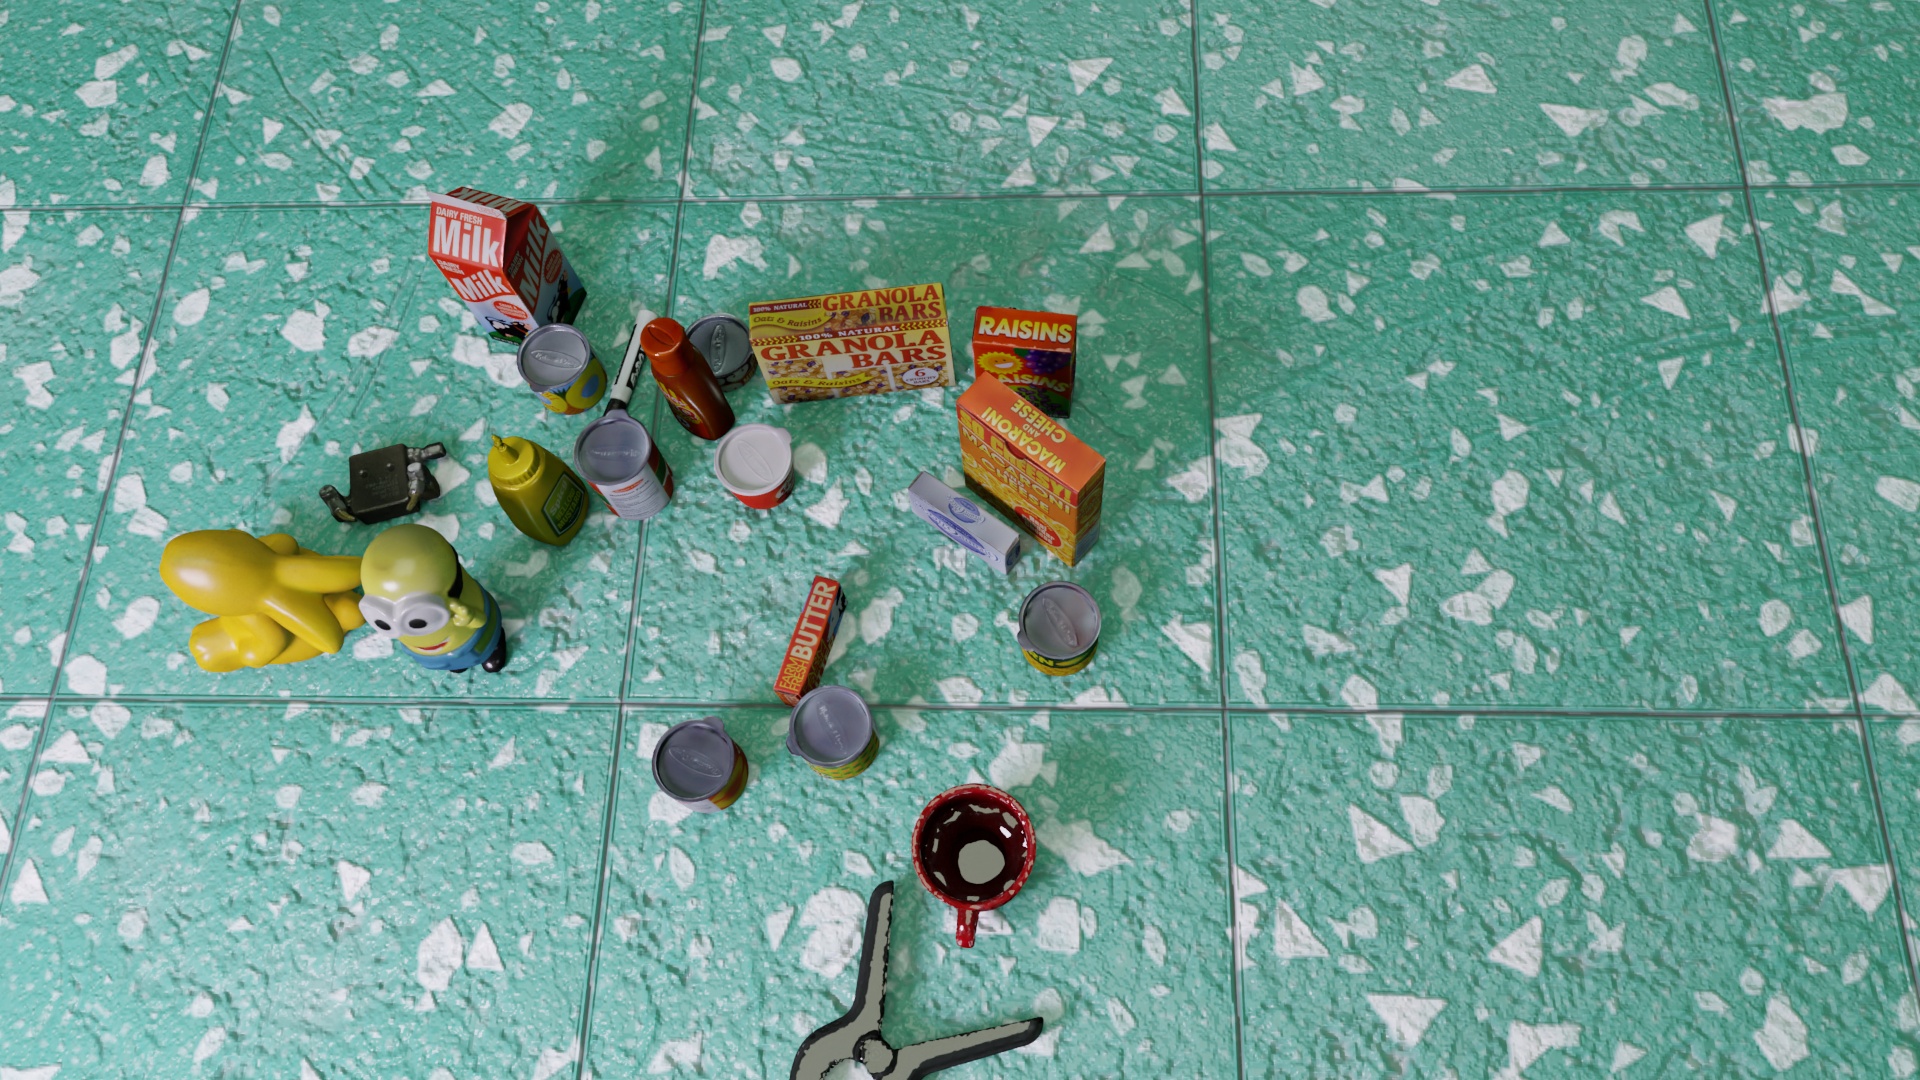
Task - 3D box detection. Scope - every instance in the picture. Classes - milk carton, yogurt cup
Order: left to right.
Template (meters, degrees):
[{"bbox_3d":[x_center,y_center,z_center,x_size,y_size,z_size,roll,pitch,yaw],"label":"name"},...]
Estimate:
[{"bbox_3d":[-0.401,-0.244,1.220,0.072,0.190,0.073,15,71,9],"label":"milk carton"},{"bbox_3d":[-0.176,-0.061,1.209,0.072,0.053,0.072,-1,69,3],"label":"yogurt cup"}]

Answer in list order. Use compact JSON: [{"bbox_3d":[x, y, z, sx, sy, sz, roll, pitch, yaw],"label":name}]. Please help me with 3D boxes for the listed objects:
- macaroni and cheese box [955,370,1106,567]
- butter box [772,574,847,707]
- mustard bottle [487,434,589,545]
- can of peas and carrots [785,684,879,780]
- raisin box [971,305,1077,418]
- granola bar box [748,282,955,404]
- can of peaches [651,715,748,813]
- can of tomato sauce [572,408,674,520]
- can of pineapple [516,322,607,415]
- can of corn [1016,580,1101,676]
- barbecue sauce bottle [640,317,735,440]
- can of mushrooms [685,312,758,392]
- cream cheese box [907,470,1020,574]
[{"bbox_3d":[0.057,-0.054,1.131,0.124,0.166,0.040,38,76,16],"label":"macaroni and cheese box"},{"bbox_3d":[-0.123,0.085,1.149,0.024,0.053,0.104,15,71,9],"label":"butter box"},{"bbox_3d":[-0.358,-0.048,1.157,0.049,0.159,0.065,20,72,11],"label":"mustard bottle"},{"bbox_3d":[-0.102,0.157,1.116,0.071,0.058,0.071,-1,69,3],"label":"can of peas and carrots"},{"bbox_3d":[0.056,-0.152,1.193,0.086,0.123,0.040,7,70,6],"label":"raisin box"},{"bbox_3d":[-0.091,-0.170,1.208,0.166,0.123,0.039,-6,69,1],"label":"granola bar box"},{"bbox_3d":[-0.206,0.180,1.114,0.071,0.058,0.071,-1,69,3],"label":"can of peaches"},{"bbox_3d":[-0.290,-0.064,1.201,0.071,0.083,0.071,-1,69,3],"label":"can of tomato sauce"},{"bbox_3d":[-0.360,-0.153,1.253,0.071,0.057,0.071,-1,69,3],"label":"can of pineapple"},{"bbox_3d":[0.079,0.074,1.138,0.071,0.058,0.071,-1,69,3],"label":"can of corn"},{"bbox_3d":[-0.237,-0.140,1.192,0.065,0.148,0.044,36,75,15],"label":"barbecue sauce bottle"},{"bbox_3d":[-0.216,-0.171,1.264,0.071,0.033,0.071,-1,69,3],"label":"can of mushrooms"},{"bbox_3d":[0.004,-0.015,1.180,0.104,0.053,0.024,34,75,15],"label":"cream cheese box"}]
